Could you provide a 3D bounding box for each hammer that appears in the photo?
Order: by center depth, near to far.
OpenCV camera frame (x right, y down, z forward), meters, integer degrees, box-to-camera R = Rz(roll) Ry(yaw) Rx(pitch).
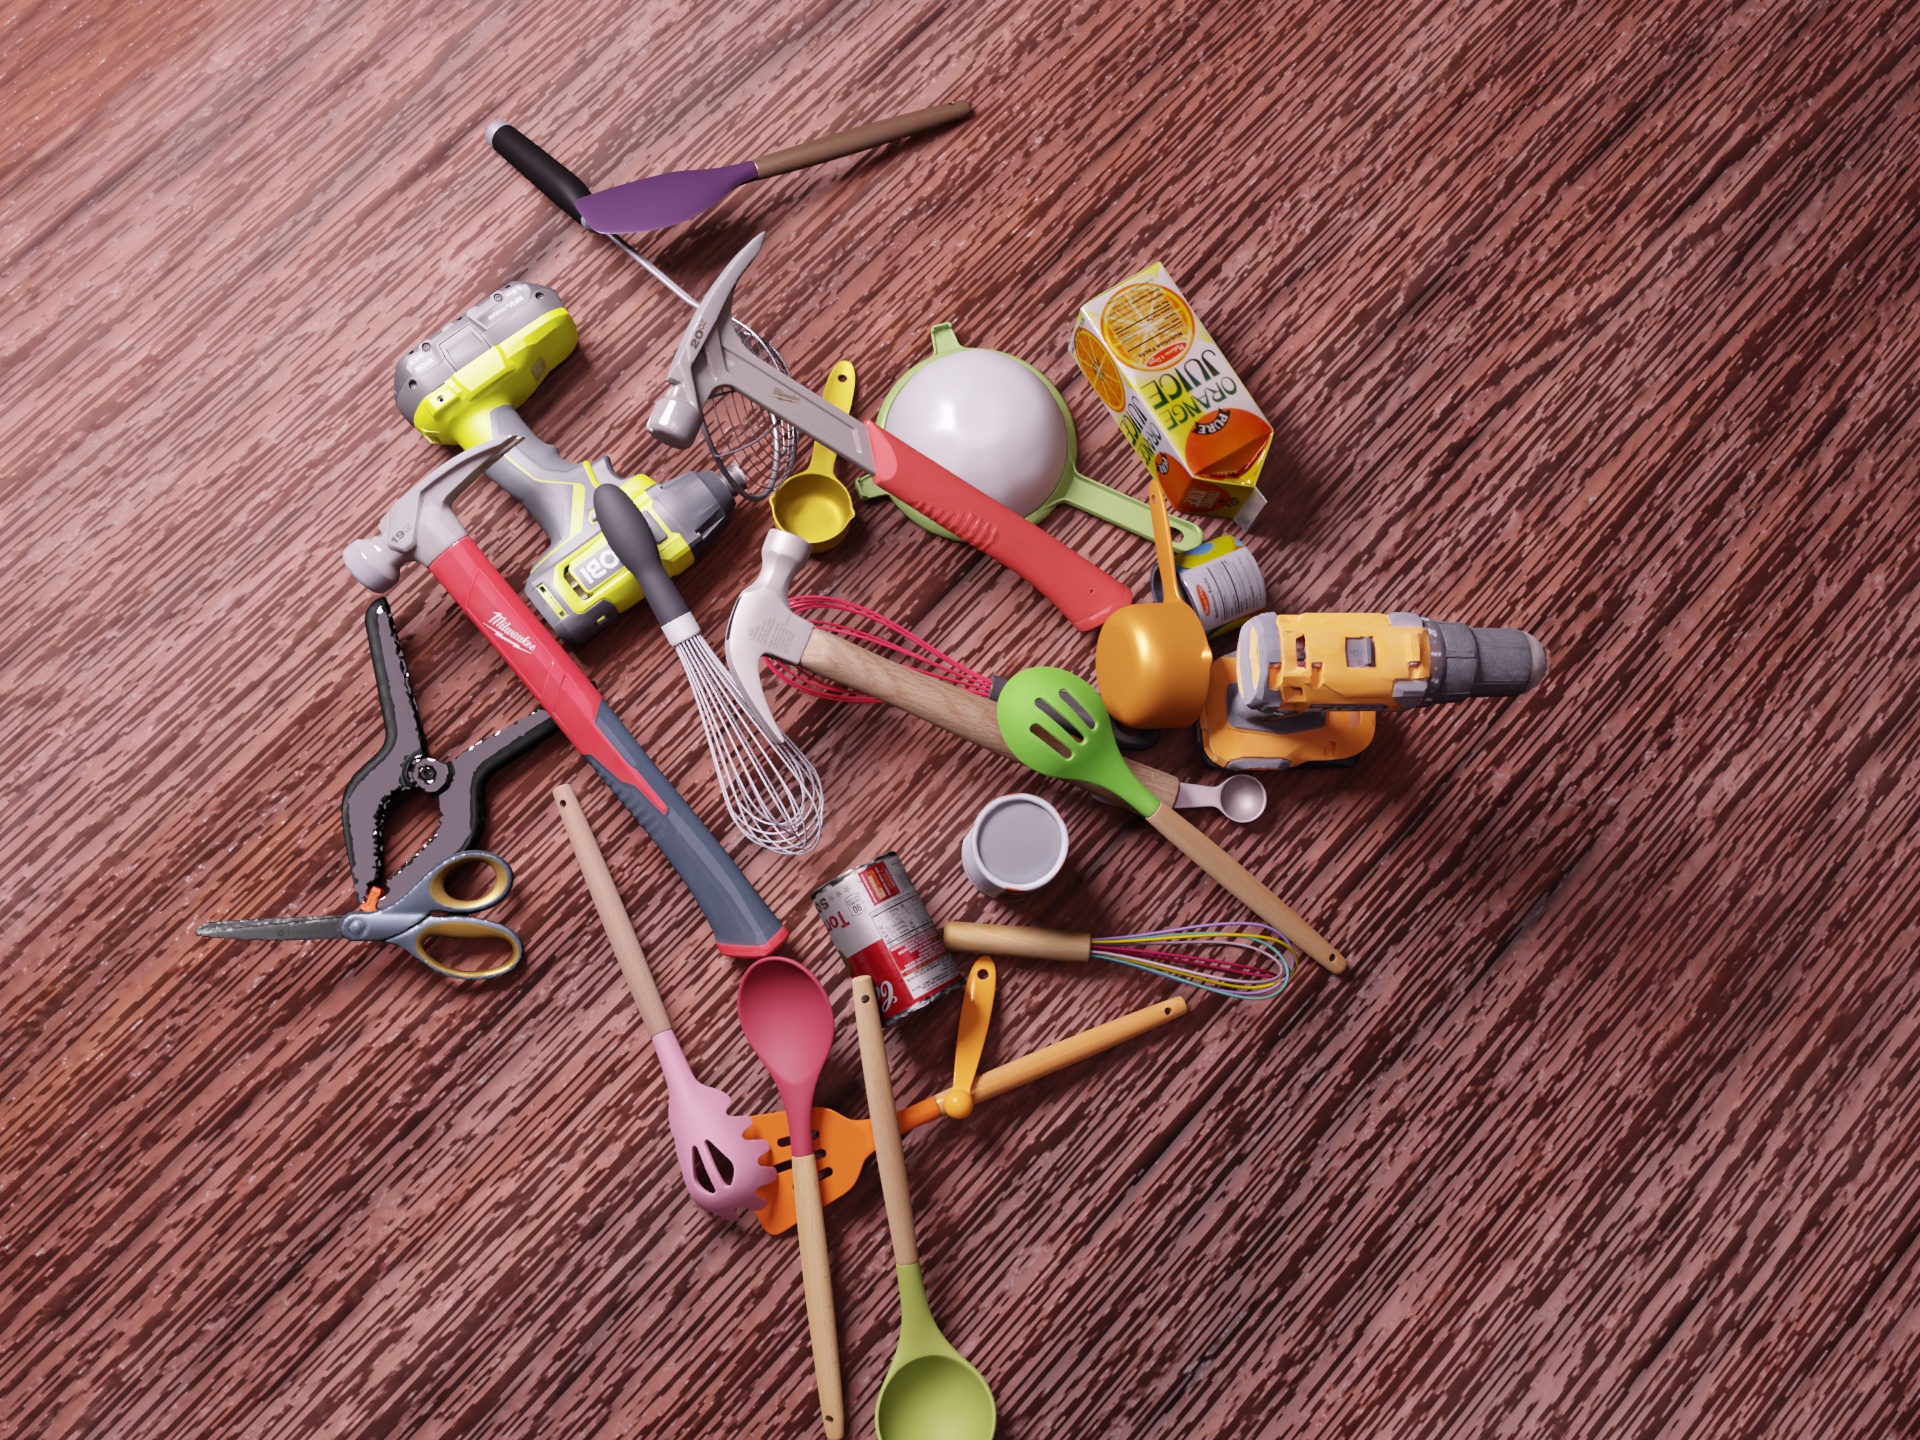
[{"bbox_3d":[-0.234,-0.005,1.064,0.143,0.038,0.386,-38,94,6],"label":"hammer"},{"bbox_3d":[-0.002,-0.003,1.073,0.331,0.031,0.130,23,83,-13],"label":"hammer"},{"bbox_3d":[-0.026,-0.171,1.078,0.358,0.037,0.149,29,77,-23],"label":"hammer"}]

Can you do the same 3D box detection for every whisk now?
[{"bbox_3d":[-0.174,-0.033,1.077,0.070,0.070,0.284,-30,95,-9],"label":"whisk"},{"bbox_3d":[0.110,0.162,1.096,0.245,0.047,0.051,5,67,1],"label":"whisk"},{"bbox_3d":[0.001,-0.026,1.117,0.295,0.073,0.073,15,78,-8],"label":"whisk"}]

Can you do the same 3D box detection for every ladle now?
[{"bbox_3d":[-0.036,0.324,1.020,0.078,0.062,0.320,-9,89,-11],"label":"ladle"},{"bbox_3d":[-0.099,0.309,1.038,0.069,0.031,0.315,-8,88,22],"label":"ladle"}]

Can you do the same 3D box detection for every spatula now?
[{"bbox_3d":[0.005,0.252,1.079,0.322,0.041,0.081,-20,82,-12],"label":"spatula"},{"bbox_3d":[-0.128,-0.409,1.166,0.316,0.018,0.060,-25,58,-22],"label":"spatula"}]

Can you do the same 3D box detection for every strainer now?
[{"bbox_3d":[0.061,-0.186,1.143,0.256,0.069,0.151,25,78,3],"label":"strainer"}]

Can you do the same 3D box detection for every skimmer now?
[{"bbox_3d":[-0.241,-0.300,1.134,0.363,0.127,0.090,43,99,19],"label":"skimmer"}]

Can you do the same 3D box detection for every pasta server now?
[{"bbox_3d":[-0.209,0.186,1.073,0.060,0.040,0.316,-27,77,5],"label":"pasta server"}]

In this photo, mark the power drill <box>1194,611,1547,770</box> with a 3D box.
[{"bbox_3d":[0.257,-0.021,1.044,0.185,0.226,0.084,-1,79,-4],"label":"power drill"}]

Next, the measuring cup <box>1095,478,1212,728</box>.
[{"bbox_3d":[0.124,-0.079,1.093,0.052,0.095,0.173,-6,88,-20],"label":"measuring cup"}]

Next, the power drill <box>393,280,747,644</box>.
[{"bbox_3d":[-0.273,-0.188,1.120,0.171,0.080,0.223,-38,88,-9],"label":"power drill"}]

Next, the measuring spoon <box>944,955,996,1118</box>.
[{"bbox_3d":[0.008,0.211,1.073,0.021,0.011,0.117,9,59,5],"label":"measuring spoon"}]

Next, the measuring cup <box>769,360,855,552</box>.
[{"bbox_3d":[-0.098,-0.192,1.162,0.062,0.029,0.157,10,67,0],"label":"measuring cup"}]

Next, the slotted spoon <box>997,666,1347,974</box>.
[{"bbox_3d":[0.151,0.075,1.083,0.313,0.031,0.070,40,80,-12],"label":"slotted spoon"}]

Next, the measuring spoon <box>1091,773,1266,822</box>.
[{"bbox_3d":[0.155,0.054,1.134,0.124,0.018,0.034,3,83,3],"label":"measuring spoon"}]
